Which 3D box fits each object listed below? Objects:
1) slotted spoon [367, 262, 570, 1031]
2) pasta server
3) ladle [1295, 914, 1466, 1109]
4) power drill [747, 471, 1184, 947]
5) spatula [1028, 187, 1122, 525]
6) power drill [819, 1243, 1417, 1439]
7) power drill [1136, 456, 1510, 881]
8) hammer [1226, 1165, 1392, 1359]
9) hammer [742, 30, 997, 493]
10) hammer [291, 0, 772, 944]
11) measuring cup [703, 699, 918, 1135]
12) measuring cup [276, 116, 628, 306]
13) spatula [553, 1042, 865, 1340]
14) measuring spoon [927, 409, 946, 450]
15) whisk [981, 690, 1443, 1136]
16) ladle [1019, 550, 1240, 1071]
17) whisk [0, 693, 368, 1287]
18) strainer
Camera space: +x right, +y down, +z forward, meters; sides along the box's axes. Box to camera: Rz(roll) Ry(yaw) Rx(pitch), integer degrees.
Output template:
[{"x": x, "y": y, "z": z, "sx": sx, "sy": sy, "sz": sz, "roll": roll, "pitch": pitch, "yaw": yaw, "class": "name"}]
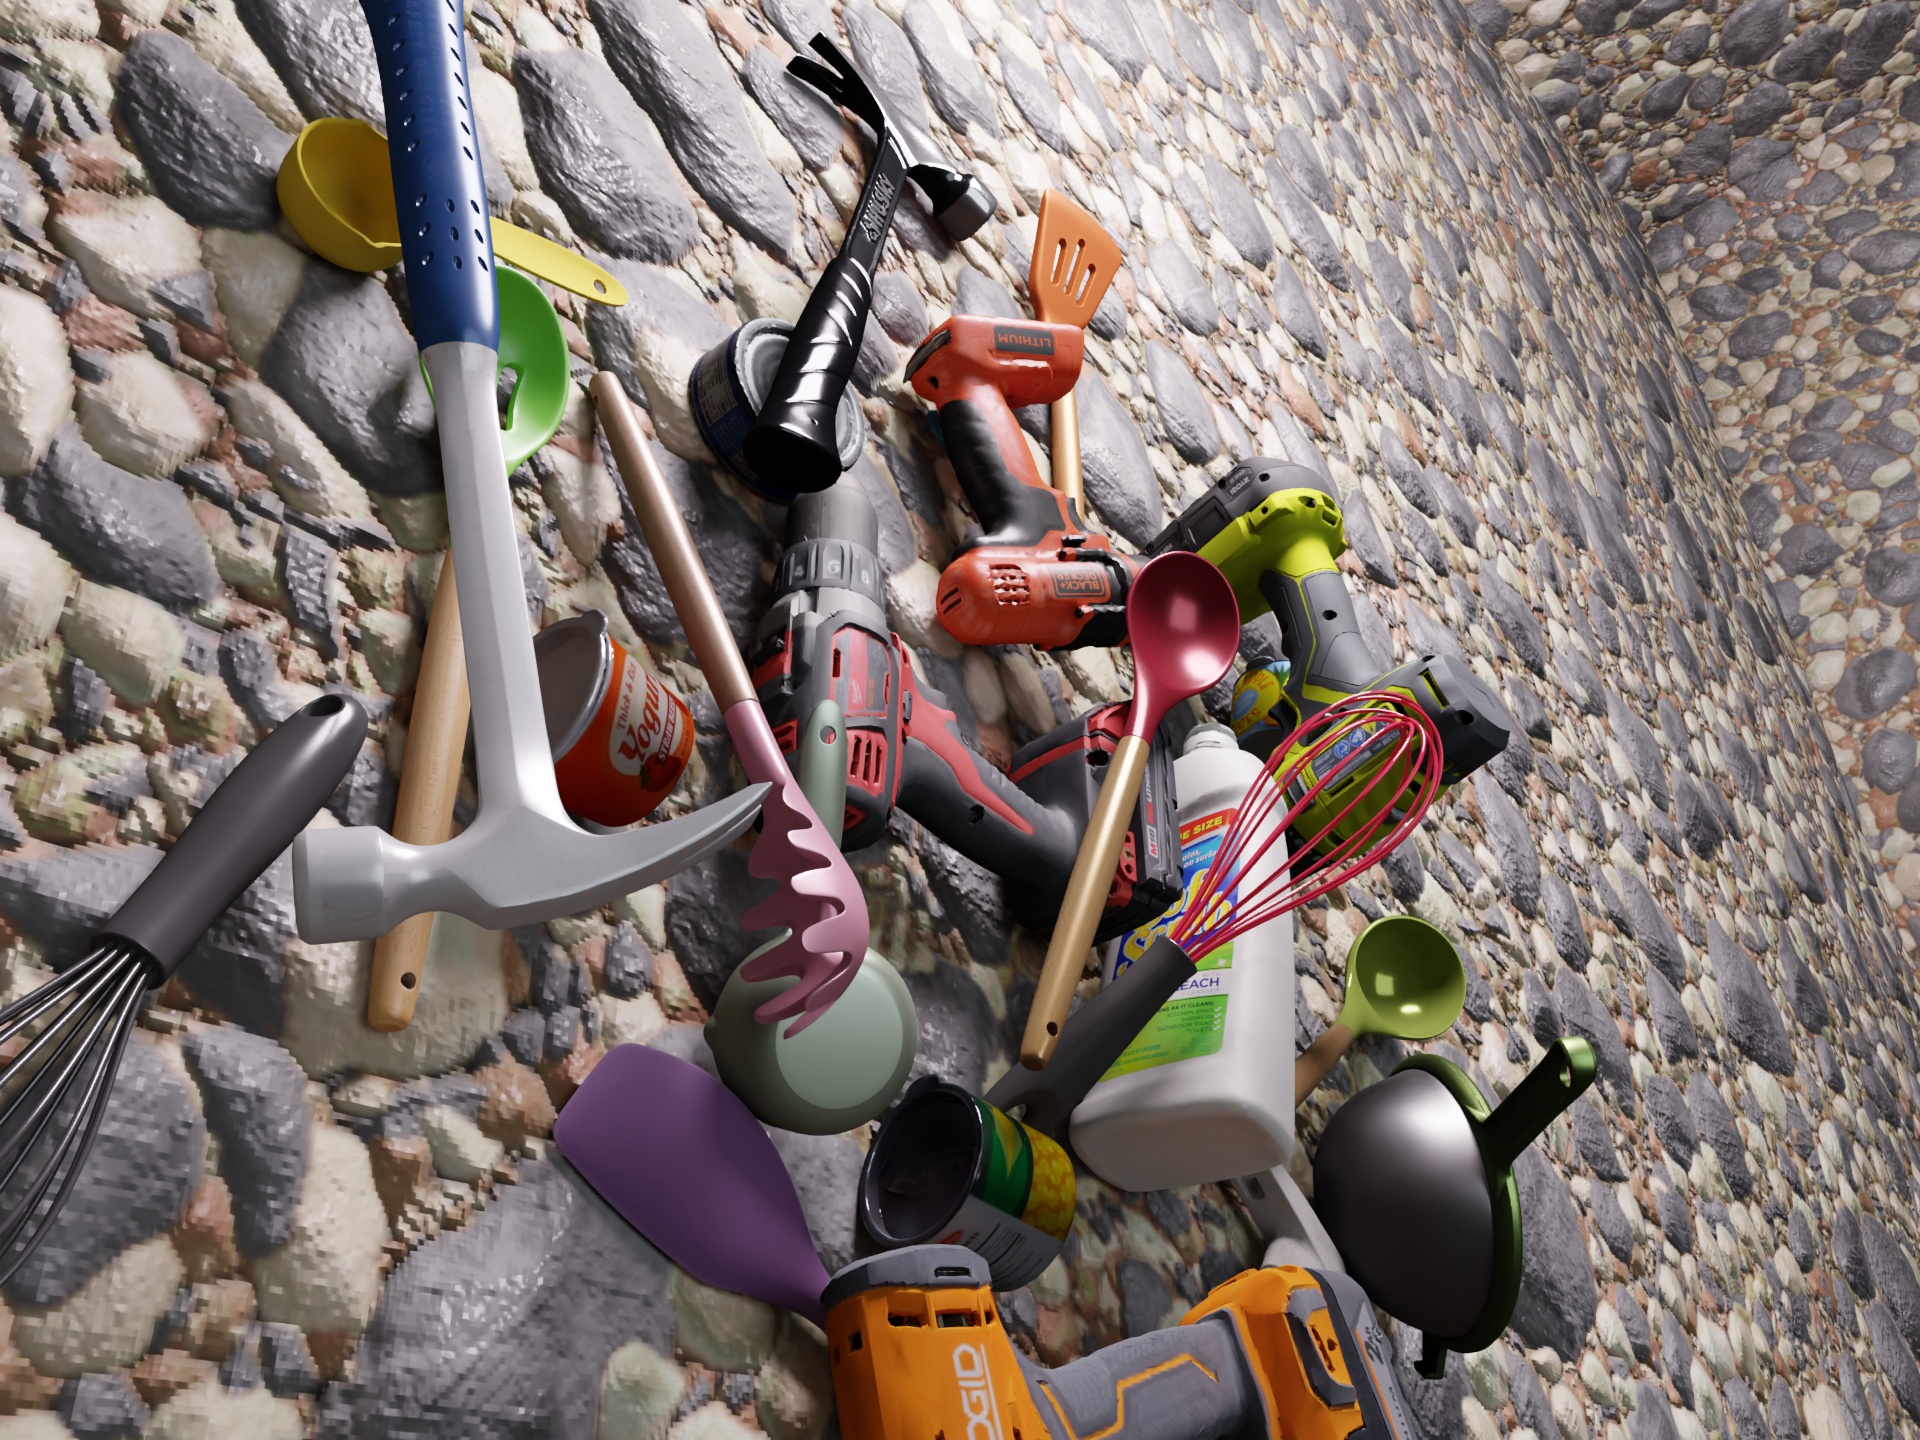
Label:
[{"x": -0.186, "y": -0.040, "z": 0.581, "sx": 0.070, "sy": 0.031, "sz": 0.314, "roll": 32, "pitch": 47, "yaw": -44, "class": "slotted spoon"}, {"x": -0.101, "y": -0.024, "z": 0.619, "sx": 0.040, "sy": 0.060, "sz": 0.316, "roll": -6, "pitch": 56, "yaw": -33, "class": "pasta server"}, {"x": 0.213, "y": 0.177, "z": 0.879, "sx": 0.078, "sy": 0.062, "sz": 0.320, "roll": 58, "pitch": 29, "yaw": 10, "class": "ladle"}, {"x": -0.001, "y": -0.002, "z": 0.746, "sx": 0.226, "sy": 0.080, "sz": 0.188, "roll": 27, "pitch": 48, "yaw": -35, "class": "power drill"}, {"x": 0.071, "y": -0.193, "z": 0.987, "sx": 0.081, "sy": 0.041, "sz": 0.323, "roll": 29, "pitch": 48, "yaw": -39, "class": "spatula"}, {"x": 0.063, "y": 0.275, "z": 0.566, "sx": 0.226, "sy": 0.084, "sz": 0.164, "roll": 13, "pitch": 47, "yaw": -32, "class": "power drill"}, {"x": 0.182, "y": -0.020, "z": 0.915, "sx": 0.080, "sy": 0.190, "sz": 0.229, "roll": 20, "pitch": 38, "yaw": -43, "class": "power drill"}, {"x": 0.090, "y": 0.329, "z": 0.645, "sx": 0.146, "sy": 0.038, "sz": 0.411, "roll": 58, "pitch": 31, "yaw": -4, "class": "hammer"}, {"x": -0.057, "y": -0.237, "z": 0.817, "sx": 0.149, "sy": 0.036, "sz": 0.409, "roll": 41, "pitch": 32, "yaw": -24, "class": "hammer"}, {"x": -0.170, "y": -0.120, "z": 0.564, "sx": 0.144, "sy": 0.035, "sz": 0.406, "roll": -3, "pitch": 63, "yaw": -24, "class": "hammer"}, {"x": -0.050, "y": 0.075, "z": 0.607, "sx": 0.083, "sy": 0.038, "sz": 0.167, "roll": 5, "pitch": 85, "yaw": -26, "class": "measuring cup"}, {"x": -0.206, "y": -0.196, "z": 0.658, "sx": 0.156, "sy": 0.029, "sz": 0.062, "roll": 13, "pitch": 58, "yaw": -50, "class": "measuring cup"}, {"x": -0.030, "y": 0.236, "z": 0.597, "sx": 0.315, "sy": 0.018, "sz": 0.060, "roll": 50, "pitch": 51, "yaw": -17, "class": "spatula"}, {"x": 0.020, "y": -0.122, "z": 0.903, "sx": 0.128, "sy": 0.021, "sz": 0.042, "roll": 50, "pitch": 50, "yaw": -2, "class": "measuring spoon"}, {"x": 0.111, "y": 0.091, "z": 0.717, "sx": 0.296, "sy": 0.073, "sz": 0.073, "roll": -42, "pitch": 105, "yaw": -14, "class": "whisk"}, {"x": 0.075, "y": 0.030, "z": 0.725, "sx": 0.069, "sy": 0.031, "sz": 0.316, "roll": 38, "pitch": 45, "yaw": -14, "class": "ladle"}, {"x": -0.228, "y": 0.066, "z": 0.442, "sx": 0.055, "sy": 0.055, "sz": 0.239, "roll": 47, "pitch": 34, "yaw": -21, "class": "whisk"}, {"x": 0.232, "y": 0.221, "z": 0.788, "sx": 0.069, "sy": 0.256, "sz": 0.152, "roll": -1, "pitch": 54, "yaw": -10, "class": "strainer"}]
